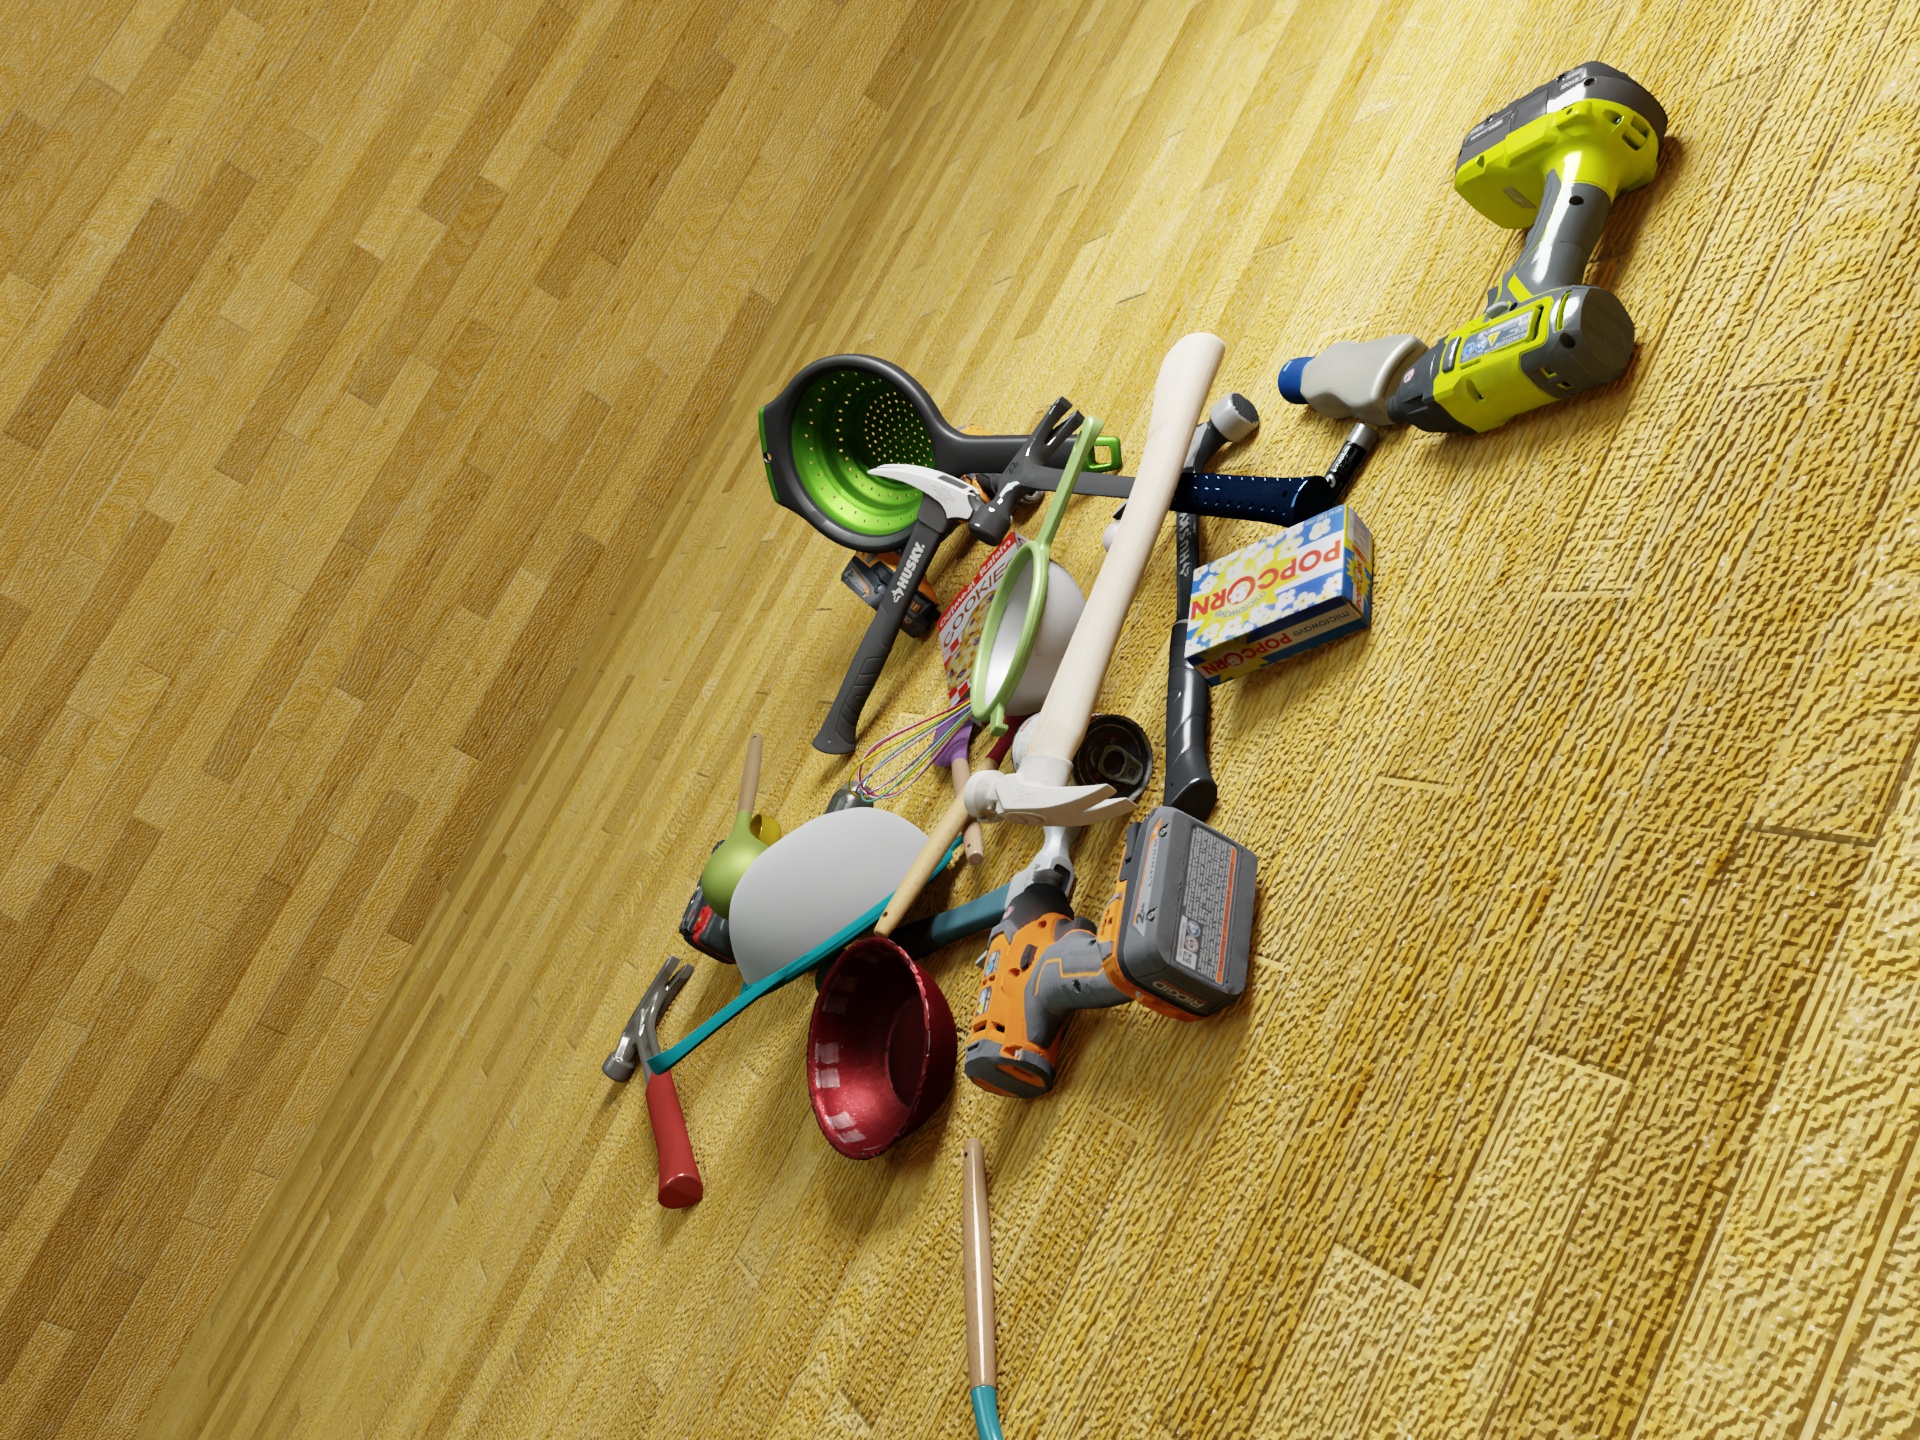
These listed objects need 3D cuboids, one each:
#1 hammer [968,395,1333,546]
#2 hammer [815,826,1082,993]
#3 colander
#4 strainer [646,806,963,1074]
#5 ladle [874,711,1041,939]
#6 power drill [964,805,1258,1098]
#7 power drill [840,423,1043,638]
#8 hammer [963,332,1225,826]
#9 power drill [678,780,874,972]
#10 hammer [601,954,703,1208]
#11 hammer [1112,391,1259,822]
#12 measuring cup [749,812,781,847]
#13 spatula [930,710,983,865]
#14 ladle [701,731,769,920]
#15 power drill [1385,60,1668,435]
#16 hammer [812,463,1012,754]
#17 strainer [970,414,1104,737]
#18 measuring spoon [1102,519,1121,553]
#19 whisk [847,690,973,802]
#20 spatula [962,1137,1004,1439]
[{"bbox_3d":[0.147,-0.189,1.262,0.144,0.035,0.406,-58,30,-7],"label":"hammer"},{"bbox_3d":[-0.022,0.171,1.280,0.331,0.033,0.128,-30,35,49],"label":"hammer"},{"bbox_3d":[-0.011,-0.275,1.586,0.397,0.204,0.094,5,26,28],"label":"colander"},{"bbox_3d":[-0.150,0.158,1.272,0.211,0.095,0.340,-32,1,40],"label":"strainer"},{"bbox_3d":[0.013,0.052,1.274,0.069,0.031,0.315,-8,38,45],"label":"ladle"},{"bbox_3d":[0.090,0.141,1.033,0.226,0.084,0.164,-38,30,48],"label":"power drill"},{"bbox_3d":[-0.011,-0.199,1.660,0.226,0.084,0.185,-52,31,3],"label":"power drill"},{"bbox_3d":[0.125,-0.112,1.149,0.146,0.038,0.411,-5,57,51],"label":"hammer"},{"bbox_3d":[-0.172,0.154,1.555,0.227,0.080,0.188,-14,49,56],"label":"power drill"},{"bbox_3d":[-0.293,0.366,1.585,0.149,0.036,0.359,-57,22,3],"label":"hammer"},{"bbox_3d":[0.168,-0.081,1.204,0.149,0.036,0.409,-40,29,39],"label":"hammer"},{"bbox_3d":[-0.231,0.177,1.721,0.156,0.029,0.062,-70,23,4],"label":"measuring cup"},{"bbox_3d":[0.000,0.051,1.369,0.059,0.018,0.316,-50,17,14],"label":"spatula"},{"bbox_3d":[-0.207,0.094,1.571,0.078,0.062,0.320,-18,24,5],"label":"ladle"},{"bbox_3d":[0.361,-0.293,1.025,0.171,0.080,0.223,-13,53,59],"label":"power drill"},{"bbox_3d":[-0.078,-0.102,1.606,0.334,0.146,0.035,-63,-13,28],"label":"hammer"},{"bbox_3d":[0.082,-0.111,1.261,0.152,0.069,0.256,-109,39,-70],"label":"strainer"},{"bbox_3d":[0.152,-0.190,1.301,0.124,0.018,0.034,-57,22,7],"label":"measuring spoon"},{"bbox_3d":[-0.003,-0.005,1.399,0.245,0.047,0.051,-38,19,14],"label":"whisk"},{"bbox_3d":[0.005,0.376,0.958,0.082,0.044,0.318,-50,23,28],"label":"spatula"}]
